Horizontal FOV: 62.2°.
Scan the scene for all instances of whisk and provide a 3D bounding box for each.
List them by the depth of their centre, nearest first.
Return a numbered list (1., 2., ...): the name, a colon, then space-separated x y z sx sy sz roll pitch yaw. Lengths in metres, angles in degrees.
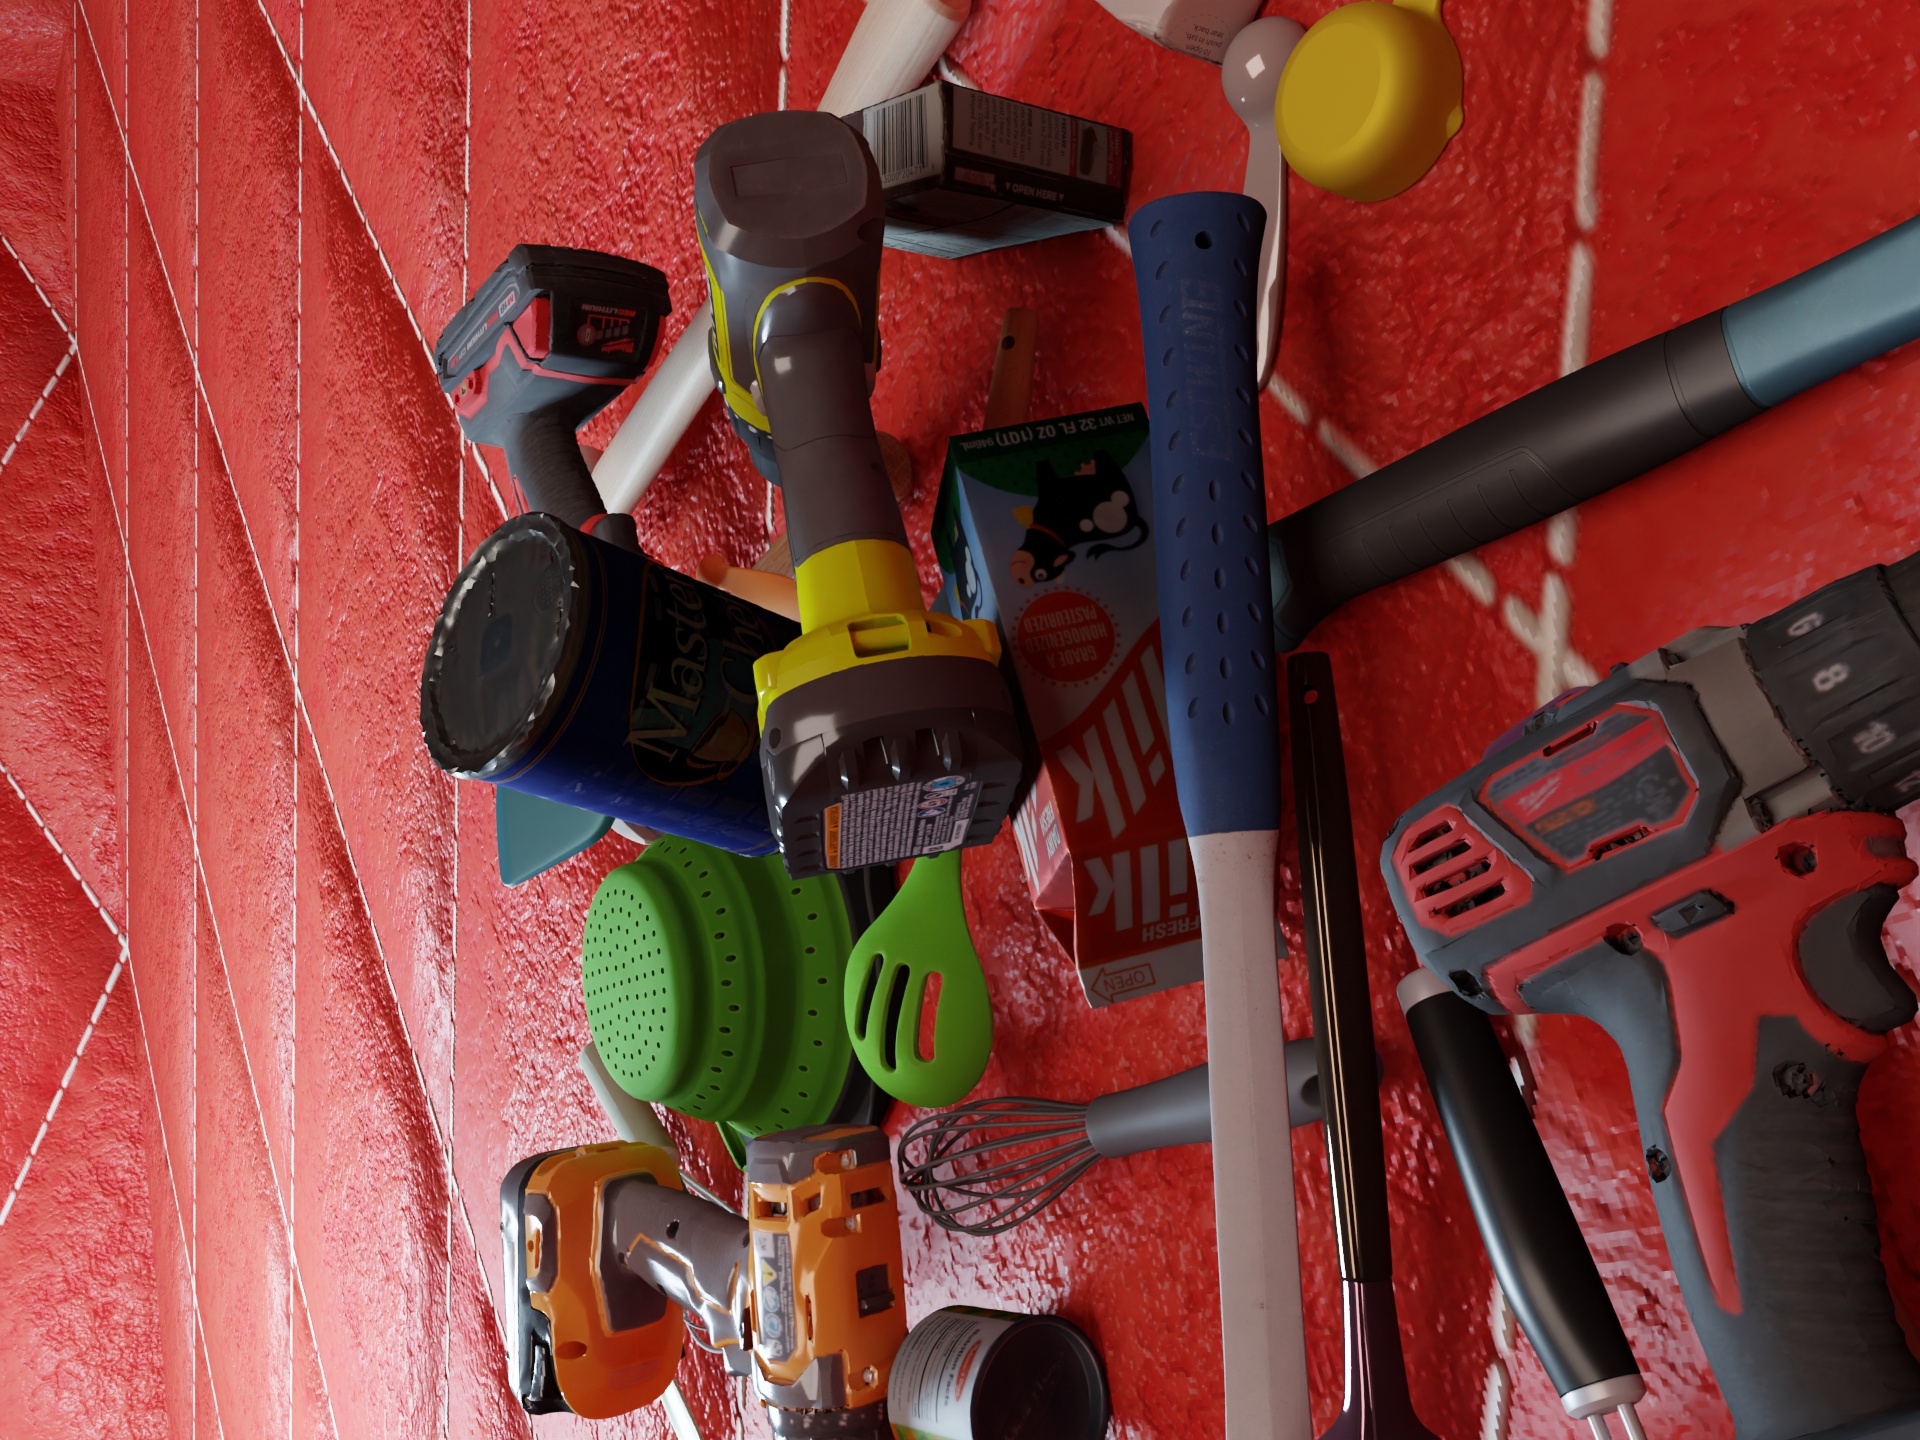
1. whisk: 0.056 0.150 0.576 0.239 0.055 0.055 -30 67 45
2. whisk: -0.161 0.248 0.867 0.059 0.057 0.247 -49 39 -2

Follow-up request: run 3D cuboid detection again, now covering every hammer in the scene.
1. hammer: 0.187 -0.085 0.403 0.331 0.033 0.128 -25 72 51
2. hammer: 0.073 0.044 0.456 0.144 0.035 0.406 -4 79 9
3. hammer: -0.116 -0.188 0.782 0.410 0.038 0.146 -44 44 42
4. hammer: -0.119 -0.038 0.812 0.331 0.031 0.130 -40 60 46

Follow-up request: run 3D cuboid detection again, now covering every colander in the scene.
1. colander: -0.086 0.063 0.717 0.205 0.094 0.397 58 134 34

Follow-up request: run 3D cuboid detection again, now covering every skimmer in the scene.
1. skimmer: 0.201 0.230 0.395 0.127 0.090 0.364 -43 47 36

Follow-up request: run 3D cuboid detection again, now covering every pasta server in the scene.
1. pasta server: 0.119 0.137 0.477 0.060 0.040 0.316 -5 83 12

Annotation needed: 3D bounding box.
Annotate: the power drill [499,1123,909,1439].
1. power drill: -0.110 0.273 0.700 0.226 0.084 0.185 -13 79 42

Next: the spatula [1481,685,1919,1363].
1. spatula: 0.214 0.131 0.384 0.059 0.018 0.316 -43 57 41

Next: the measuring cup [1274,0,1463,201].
1. measuring cup: 0.133 -0.235 0.471 0.062 0.029 0.156 38 123 46

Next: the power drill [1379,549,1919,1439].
1. power drill: 0.207 0.075 0.336 0.188 0.080 0.227 -37 55 35

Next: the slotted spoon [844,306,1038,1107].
1. slotted spoon: -0.001 -0.002 0.614 0.070 0.031 0.314 11 93 31

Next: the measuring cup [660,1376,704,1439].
1. measuring cup: -0.111 0.381 0.810 0.168 0.038 0.083 40 122 47

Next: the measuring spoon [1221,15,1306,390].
1. measuring spoon: 0.097 -0.172 0.532 0.034 0.018 0.124 10 99 52

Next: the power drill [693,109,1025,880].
1. power drill: -0.045 -0.067 0.563 0.190 0.080 0.229 103 156 -70

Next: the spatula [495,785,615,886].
1. spatula: -0.152 0.008 0.795 0.317 0.044 0.082 -28 62 48

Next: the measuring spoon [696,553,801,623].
1. measuring spoon: -0.092 -0.059 0.740 0.117 0.011 0.021 22 110 47

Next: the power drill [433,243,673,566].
1. power drill: -0.174 -0.104 0.756 0.143 0.078 0.220 -26 74 45
